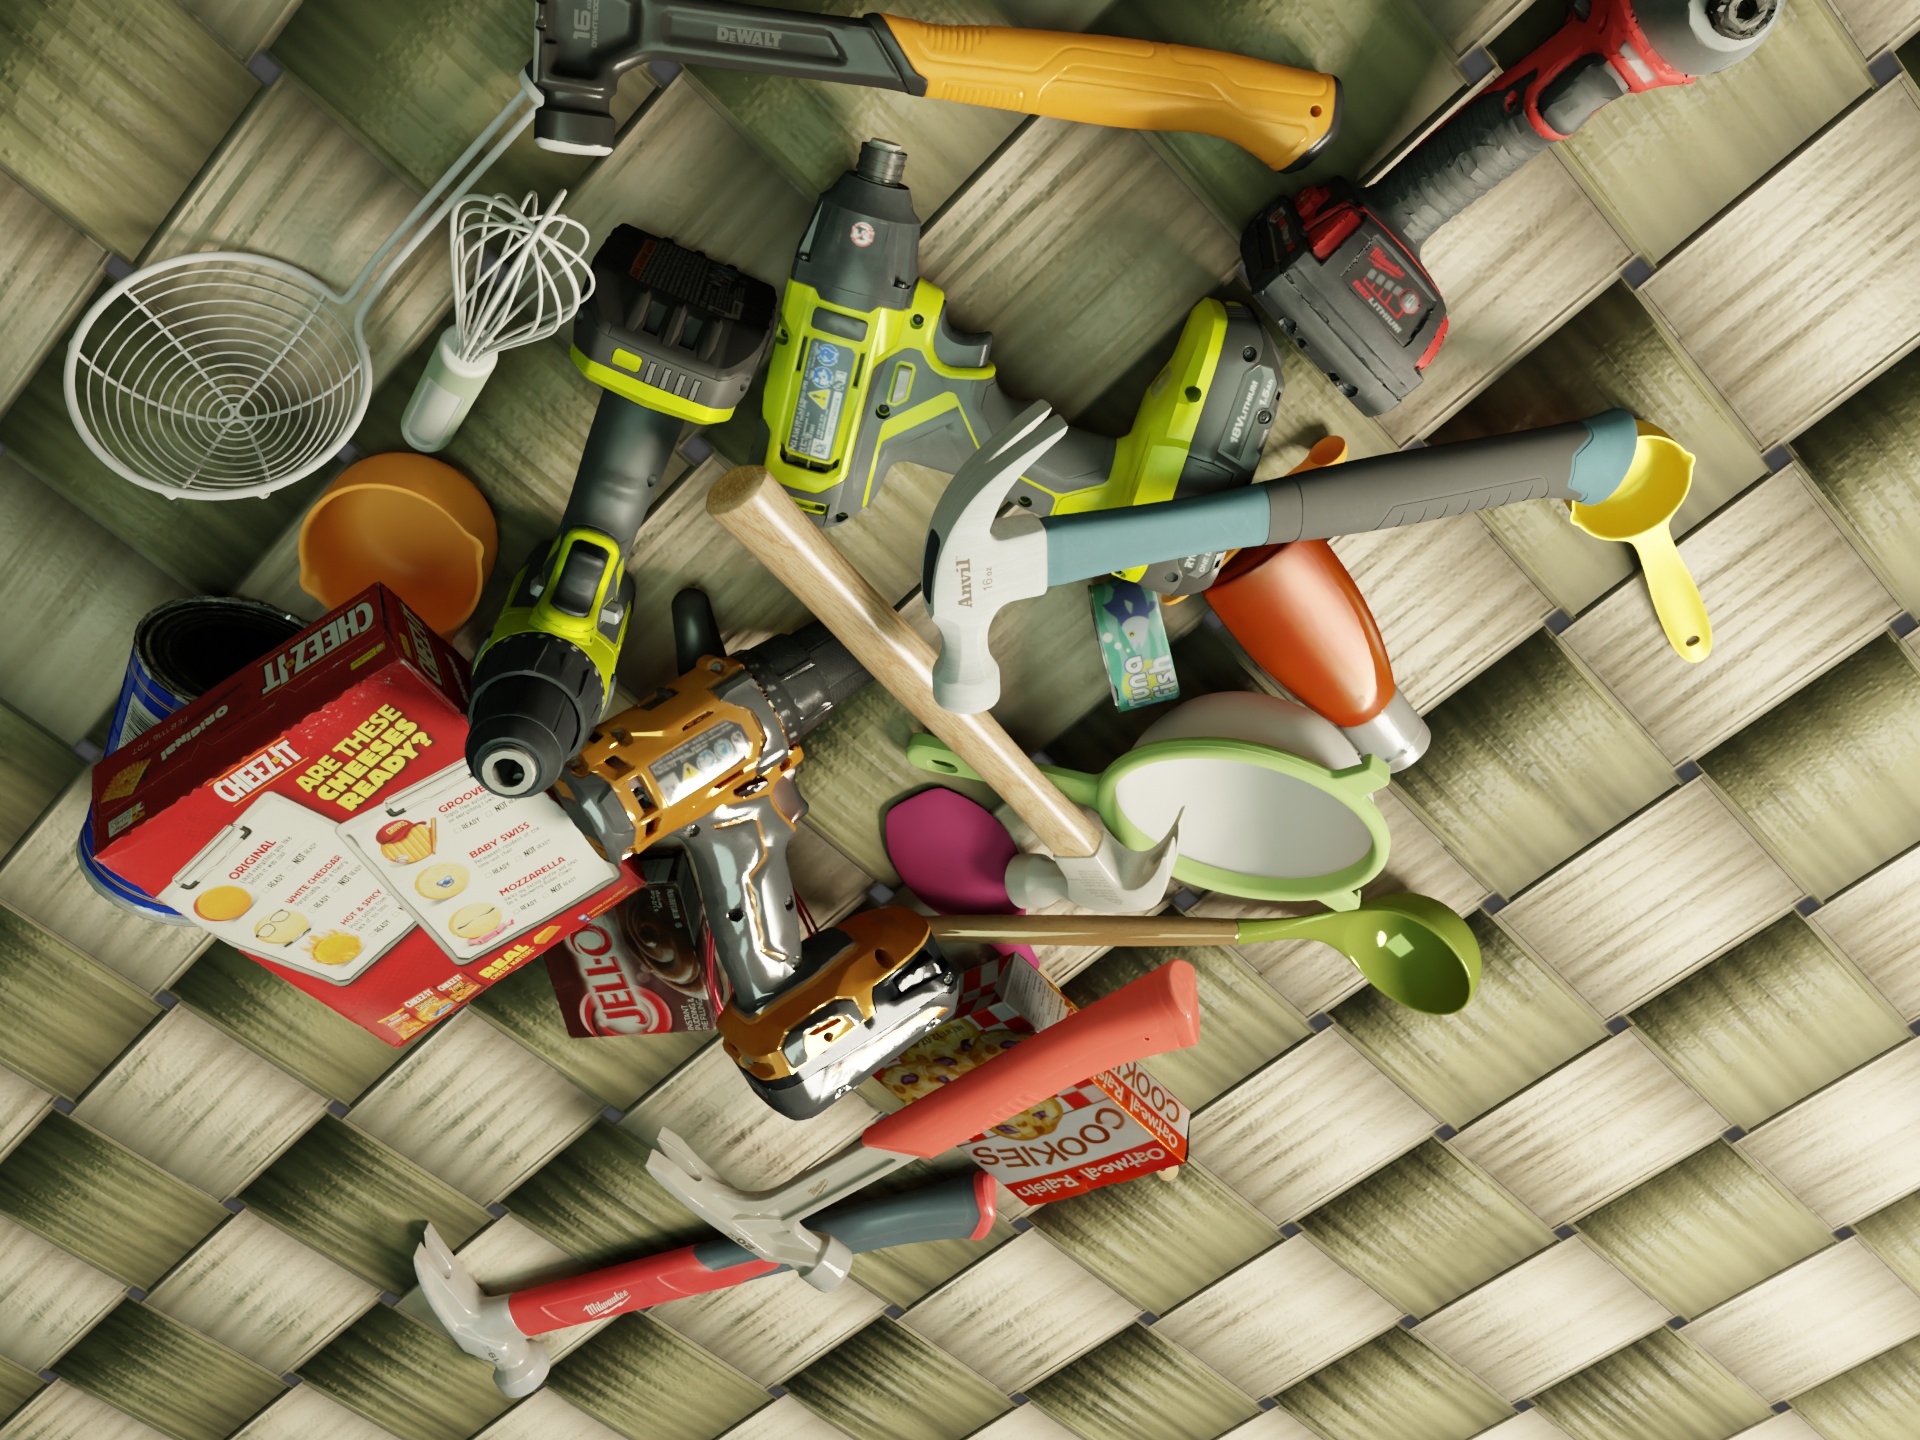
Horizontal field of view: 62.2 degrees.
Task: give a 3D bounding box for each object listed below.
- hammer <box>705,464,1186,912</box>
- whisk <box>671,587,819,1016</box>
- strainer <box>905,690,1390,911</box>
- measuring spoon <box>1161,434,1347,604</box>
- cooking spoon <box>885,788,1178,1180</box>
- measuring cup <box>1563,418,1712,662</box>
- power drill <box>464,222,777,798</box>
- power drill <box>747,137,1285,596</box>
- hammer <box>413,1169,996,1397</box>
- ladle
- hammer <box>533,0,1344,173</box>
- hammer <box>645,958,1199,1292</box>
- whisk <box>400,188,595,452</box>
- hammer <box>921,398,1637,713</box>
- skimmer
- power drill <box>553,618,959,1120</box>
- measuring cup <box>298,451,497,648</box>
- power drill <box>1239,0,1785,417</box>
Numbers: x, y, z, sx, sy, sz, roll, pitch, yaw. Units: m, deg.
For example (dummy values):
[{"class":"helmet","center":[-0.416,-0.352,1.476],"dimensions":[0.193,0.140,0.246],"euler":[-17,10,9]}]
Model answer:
[{"class":"hammer","center":[-0.001,-0.002,0.764],"dimensions":[0.130,0.031,0.331],"euler":[-6,140,41]},{"class":"whisk","center":[-0.120,0.067,0.870],"dimensions":[0.073,0.073,0.295],"euler":[-6,114,5]},{"class":"strainer","center":[0.100,0.020,0.840],"dimensions":[0.256,0.069,0.151],"euler":[12,150,15]},{"class":"measuring spoon","center":[0.145,-0.096,0.780],"dimensions":[0.117,0.021,0.011],"euler":[-43,128,10]},{"class":"cooking spoon","center":[0.053,0.165,0.943],"dimensions":[0.069,0.017,0.318],"euler":[-26,115,16]},{"class":"measuring cup","center":[0.344,-0.087,0.793],"dimensions":[0.062,0.029,0.156],"euler":[-29,127,16]},{"class":"power drill","center":[-0.160,-0.088,0.709],"dimensions":[0.080,0.191,0.228],"euler":[20,114,-14]},{"class":"power drill","center":[0.025,-0.155,0.729],"dimensions":[0.223,0.080,0.171],"euler":[15,115,-4]},{"class":"hammer","center":[-0.164,0.345,1.041],"dimensions":[0.386,0.038,0.143],"euler":[-18,116,12]},{"class":"ladle","center":[0.129,0.128,0.889],"dimensions":[0.320,0.062,0.078],"euler":[1,138,-1]},{"class":"hammer","center":[-0.002,-0.280,0.657],"dimensions":[0.336,0.034,0.127],"euler":[4,107,-10]},{"class":"hammer","center":[-0.016,0.218,0.892],"dimensions":[0.149,0.037,0.359],"euler":[43,123,-18]},{"class":"whisk","center":[-0.207,-0.159,0.674],"dimensions":[0.057,0.059,0.246],"euler":[32,158,-20]},{"class":"hammer","center":[0.144,-0.092,0.696],"dimensions":[0.331,0.033,0.128],"euler":[-11,123,-12]},{"class":"skimmer","center":[-0.237,-0.234,0.681],"dimensions":[0.363,0.090,0.127],"euler":[-39,81,18]},{"class":"power drill","center":[-0.081,0.066,0.817],"dimensions":[0.185,0.084,0.226],"euler":[-34,112,-21]},{"class":"measuring cup","center":[-0.263,-0.056,0.809],"dimensions":[0.095,0.052,0.173],"euler":[-12,126,8]},{"class":"power drill","center":[0.222,-0.233,0.641],"dimensions":[0.078,0.143,0.219],"euler":[41,115,-17]}]
